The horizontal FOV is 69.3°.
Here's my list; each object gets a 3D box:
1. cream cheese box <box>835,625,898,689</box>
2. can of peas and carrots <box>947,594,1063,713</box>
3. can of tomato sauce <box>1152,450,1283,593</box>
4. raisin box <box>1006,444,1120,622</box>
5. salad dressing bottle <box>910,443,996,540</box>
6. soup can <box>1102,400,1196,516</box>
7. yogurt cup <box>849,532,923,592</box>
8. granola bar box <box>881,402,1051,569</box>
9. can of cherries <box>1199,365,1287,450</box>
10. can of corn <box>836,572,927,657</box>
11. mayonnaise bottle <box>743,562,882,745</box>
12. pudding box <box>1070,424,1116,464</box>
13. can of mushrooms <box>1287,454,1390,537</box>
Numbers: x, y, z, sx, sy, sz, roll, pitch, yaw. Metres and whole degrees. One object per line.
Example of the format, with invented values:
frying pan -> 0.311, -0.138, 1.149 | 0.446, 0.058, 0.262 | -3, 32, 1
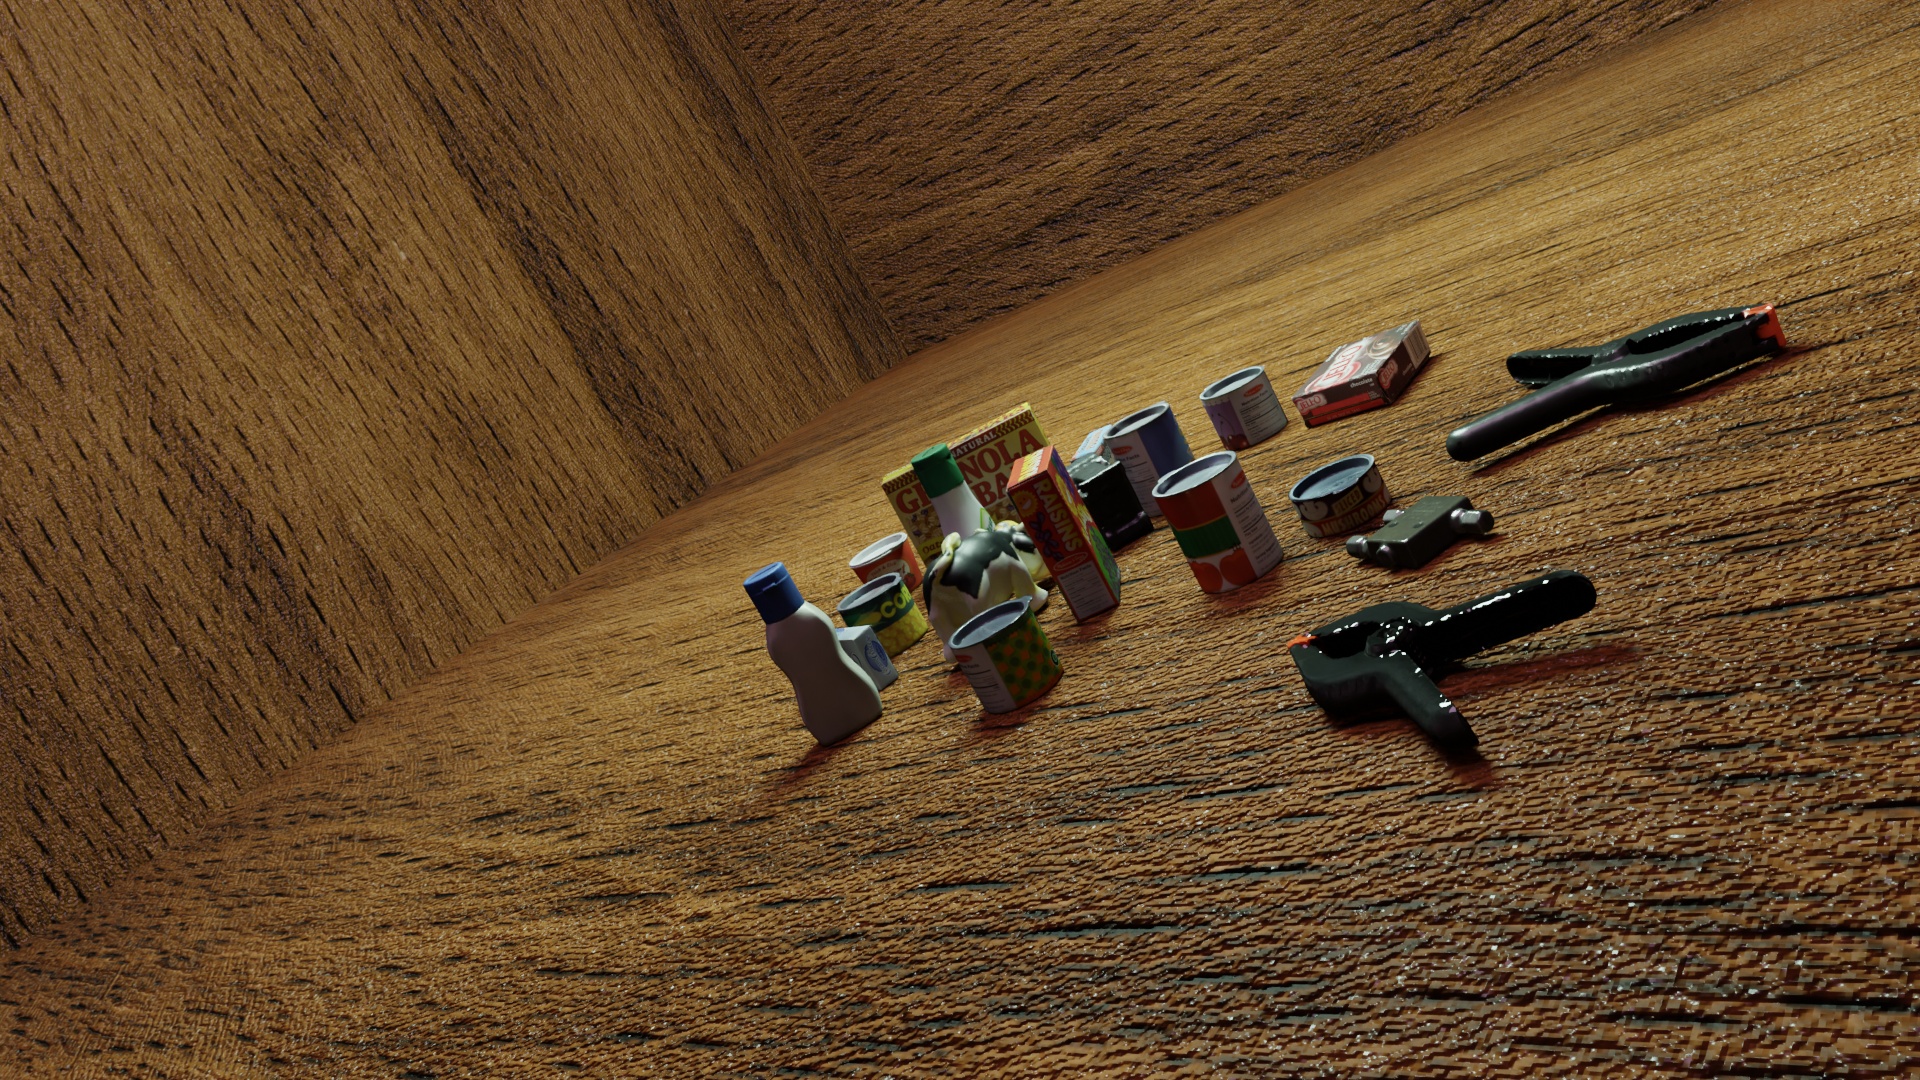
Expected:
cream cheese box -> -0.100, 0.105, 1.220 | 0.024, 0.053, 0.103 | -37, 15, -33
can of peas and carrots -> 0.035, 0.083, 1.008 | 0.071, 0.058, 0.071 | -27, 13, 7
can of tomato sauce -> 0.185, -0.013, 1.007 | 0.071, 0.083, 0.071 | -27, 12, 7
raisin box -> 0.083, -0.007, 1.110 | 0.040, 0.123, 0.086 | -25, 13, 15
salad dressing bottle -> 0.004, -0.016, 1.255 | 0.044, 0.147, 0.064 | -24, 13, 23
soup can -> 0.179, -0.074, 1.260 | 0.071, 0.083, 0.071 | -27, 12, 7
yogurt cup -> -0.075, 0.031, 1.455 | 0.072, 0.054, 0.072 | -27, 13, 7
granola bar box -> 0.023, -0.044, 1.381 | 0.165, 0.124, 0.039 | -27, 12, 9
can of cherries -> 0.270, -0.126, 1.327 | 0.071, 0.058, 0.071 | -27, 13, 7
can of corn -> -0.070, 0.071, 1.278 | 0.071, 0.058, 0.071 | -27, 13, 7
mayonnaise bottle -> -0.122, 0.088, 1.115 | 0.065, 0.148, 0.041 | -30, 12, -4
pudding box -> 0.145, -0.081, 1.437 | 0.030, 0.049, 0.084 | -22, 14, 28
can of mushrooms -> 0.275, -0.032, 1.004 | 0.071, 0.033, 0.071 | -27, 13, 7
